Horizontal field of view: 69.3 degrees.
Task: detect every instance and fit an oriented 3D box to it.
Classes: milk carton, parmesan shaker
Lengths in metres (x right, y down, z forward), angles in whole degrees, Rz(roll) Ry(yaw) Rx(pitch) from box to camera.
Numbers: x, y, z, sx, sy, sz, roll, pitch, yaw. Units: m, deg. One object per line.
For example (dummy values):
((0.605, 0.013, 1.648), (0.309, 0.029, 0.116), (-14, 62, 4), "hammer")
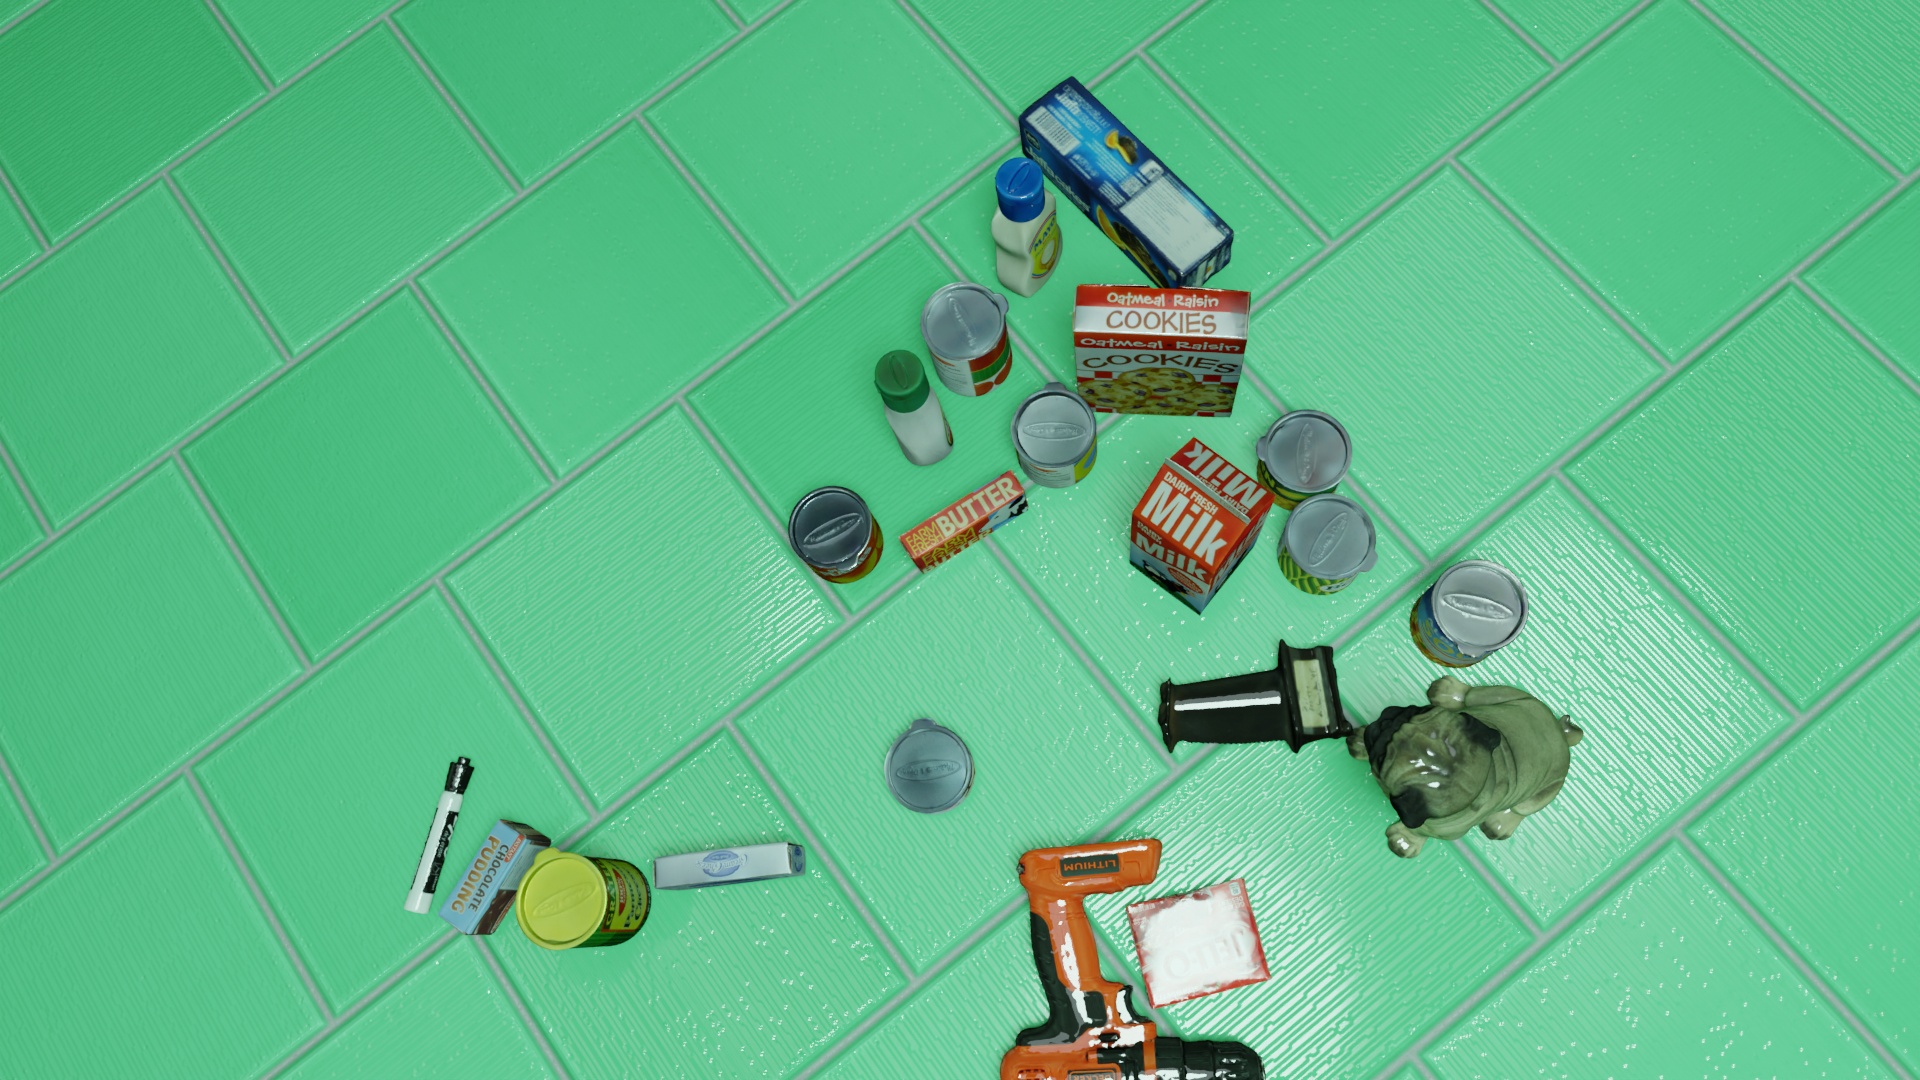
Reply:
((0.171, -0.012, 0.998), (0.072, 0.190, 0.073), (38, 82, 14), "milk carton")
((-0.274, 0.262, 1.017), (0.071, 0.103, 0.071), (-2, 75, 6), "parmesan shaker")

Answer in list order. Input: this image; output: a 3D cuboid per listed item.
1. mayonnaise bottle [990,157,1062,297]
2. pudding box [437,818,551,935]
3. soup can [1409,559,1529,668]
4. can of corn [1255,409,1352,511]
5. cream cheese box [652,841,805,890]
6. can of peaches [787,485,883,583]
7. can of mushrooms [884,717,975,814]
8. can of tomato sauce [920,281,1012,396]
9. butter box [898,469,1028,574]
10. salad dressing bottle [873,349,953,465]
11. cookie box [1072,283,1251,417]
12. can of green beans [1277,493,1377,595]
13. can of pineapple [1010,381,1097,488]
((0.051, -0.249, 1.099), (0.041, 0.147, 0.065), (31, 81, 13), "mayonnaise bottle")
((-0.353, 0.256, 1.055), (0.030, 0.049, 0.084), (28, 80, 13), "pudding box")
((0.368, 0.058, 1.012), (0.071, 0.083, 0.071), (-2, 75, 6), "soup can")
((0.261, -0.061, 1.070), (0.071, 0.058, 0.071), (-2, 75, 6), "can of corn")
((-0.171, 0.243, 1.037), (0.104, 0.053, 0.024), (-8, 74, 4), "cream cheese box")
((-0.096, -0.001, 1.094), (0.071, 0.058, 0.071), (-2, 75, 6), "can of peaches")
((-0.023, 0.171, 1.050), (0.071, 0.033, 0.071), (-2, 75, 6), "can of mushrooms")
((0.008, -0.161, 1.113), (0.071, 0.083, 0.071), (-2, 75, 6), "can of tomato sauce")
((0.004, -0.014, 1.088), (0.103, 0.053, 0.024), (-31, 74, -3), "butter box")
((-0.036, -0.102, 1.068), (0.044, 0.147, 0.064), (-23, 74, 0), "salad dressing bottle")
((0.149, -0.141, 1.048), (0.123, 0.167, 0.040), (3, 76, 7), "cookie box")
((0.276, 0.004, 1.051), (0.071, 0.057, 0.071), (-2, 75, 6), "can of green beans")
((0.076, -0.081, 1.097), (0.071, 0.057, 0.071), (-2, 75, 6), "can of pineapple")
